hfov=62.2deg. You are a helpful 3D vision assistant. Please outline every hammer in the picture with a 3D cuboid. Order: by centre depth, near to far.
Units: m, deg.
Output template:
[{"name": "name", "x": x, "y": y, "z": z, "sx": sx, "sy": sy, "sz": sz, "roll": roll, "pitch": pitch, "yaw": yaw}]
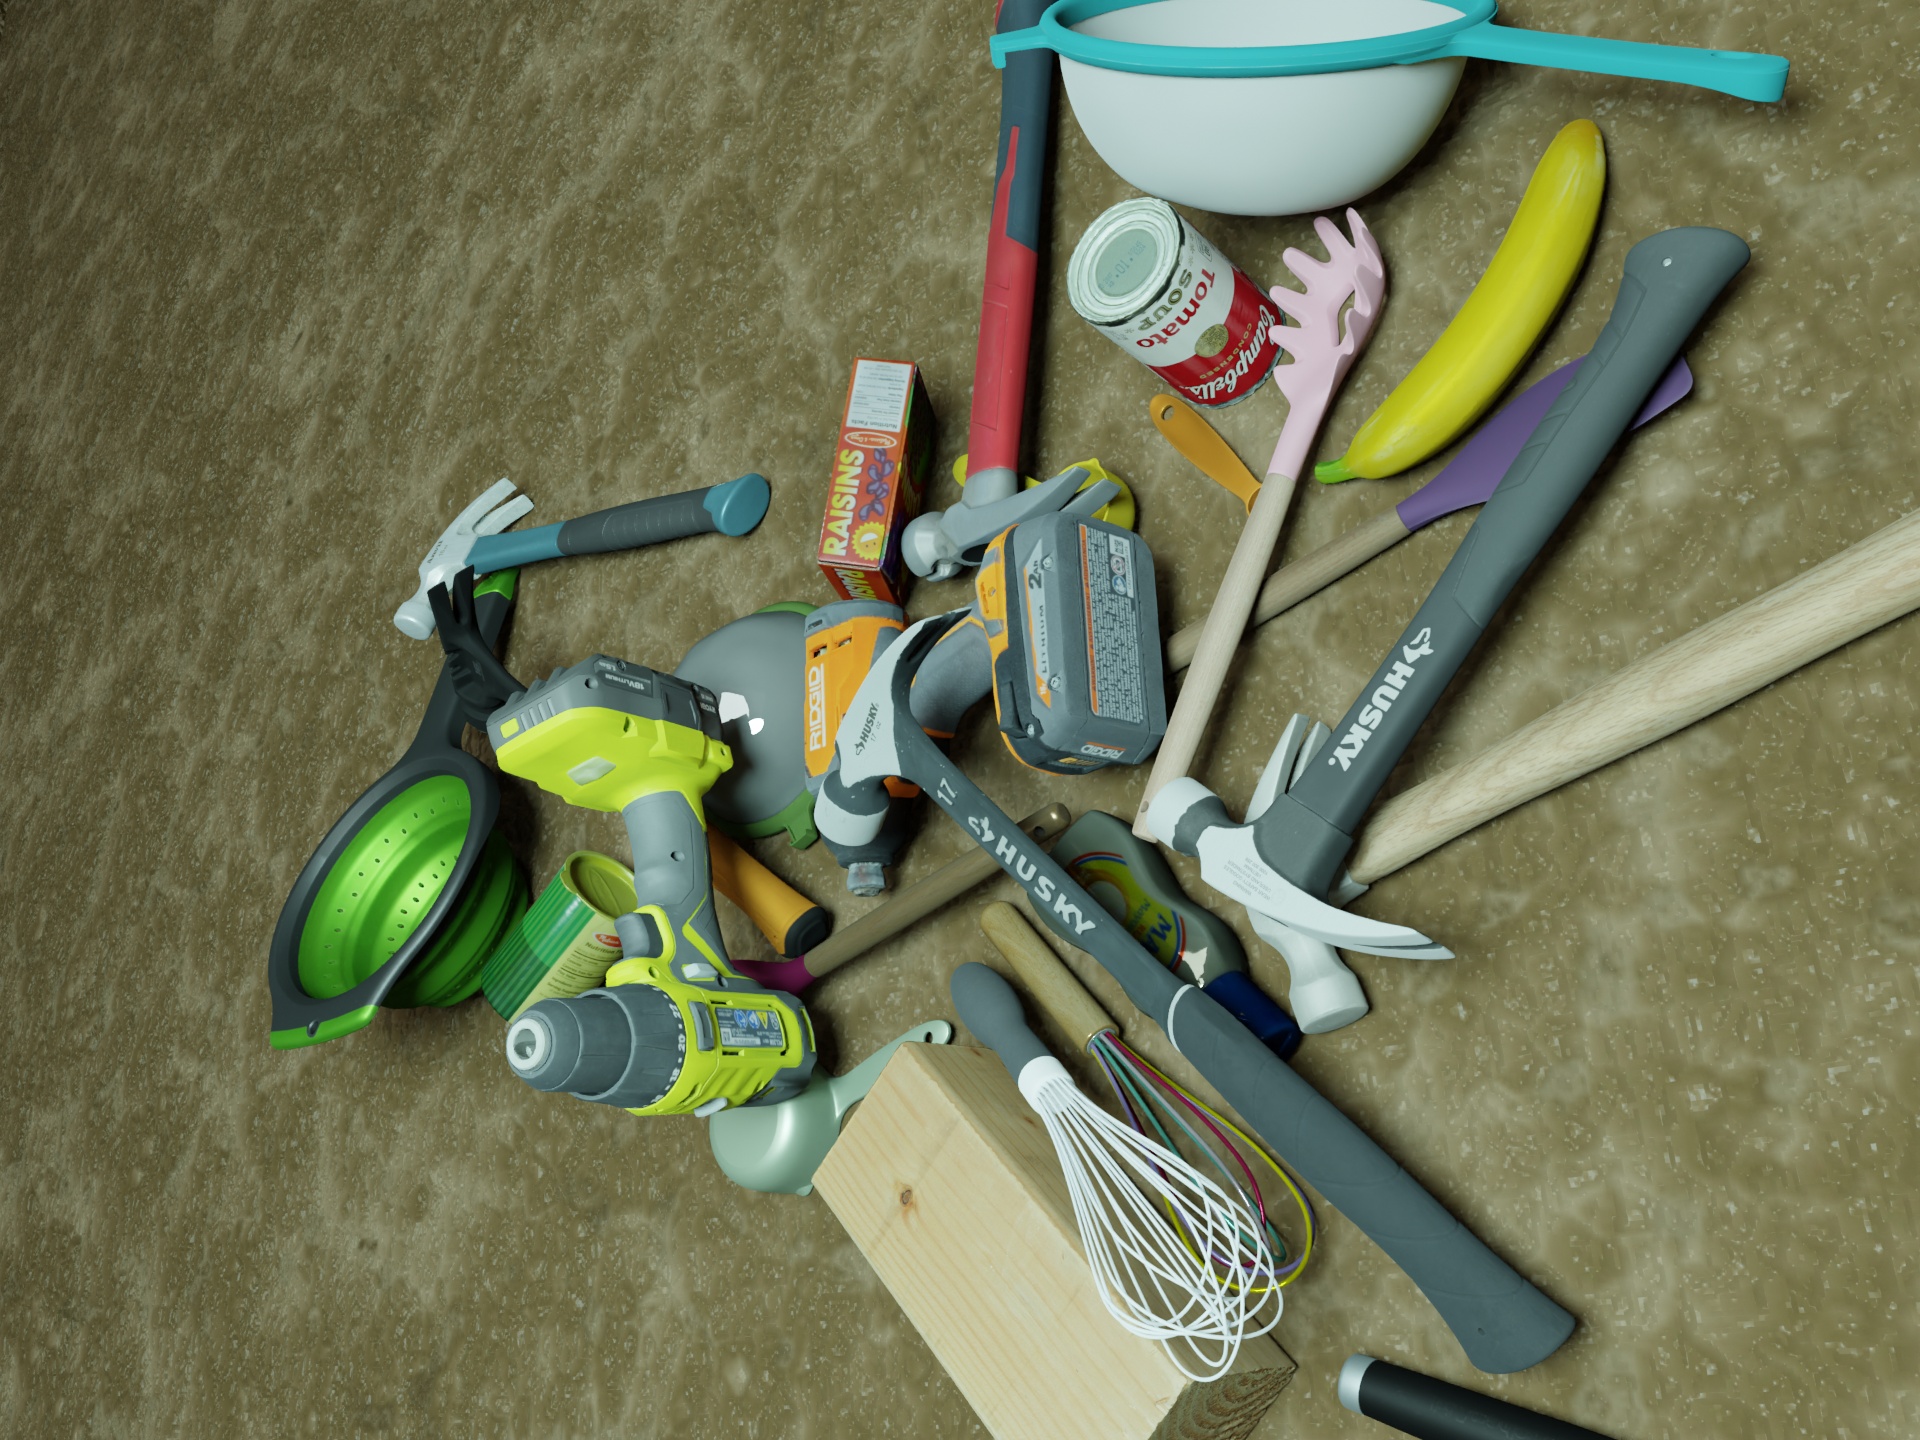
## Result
[{"name": "hammer", "x": 0.255, "y": 0.002, "z": 0.647, "sx": 0.331, "sy": 0.031, "sz": 0.130, "roll": -34, "pitch": 57, "yaw": 28}, {"name": "hammer", "x": 0.218, "y": -0.056, "z": 0.656, "sx": 0.335, "sy": 0.035, "sz": 0.146, "roll": -57, "pitch": 44, "yaw": 4}, {"name": "hammer", "x": 0.086, "y": 0.110, "z": 0.681, "sx": 0.409, "sy": 0.036, "sz": 0.149, "roll": 42, "pitch": 131, "yaw": 27}, {"name": "hammer", "x": 0.040, "y": -0.274, "z": 0.899, "sx": 0.143, "sy": 0.038, "sz": 0.387, "roll": -18, "pitch": 61, "yaw": 49}, {"name": "hammer", "x": -0.206, "y": 0.032, "z": 0.964, "sx": 0.337, "sy": 0.127, "sz": 0.034, "roll": 35, "pitch": 55, "yaw": 27}, {"name": "hammer", "x": -0.268, "y": -0.130, "z": 1.125, "sx": 0.331, "sy": 0.033, "sz": 0.128, "roll": -5, "pitch": 53, "yaw": 35}]

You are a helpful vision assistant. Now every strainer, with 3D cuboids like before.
[{"name": "strainer", "x": 0.194, "y": -0.278, "z": 0.735, "sx": 0.341, "sy": 0.211, "sz": 0.095, "roll": 23, "pitch": 132, "yaw": 33}, {"name": "strainer", "x": -0.176, "y": -0.013, "z": 0.998, "sx": 0.256, "sy": 0.069, "sz": 0.151, "roll": 7, "pitch": 80, "yaw": 40}]

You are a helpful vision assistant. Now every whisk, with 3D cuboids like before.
[{"name": "whisk", "x": 0.050, "y": 0.178, "z": 0.693, "sx": 0.070, "sy": 0.070, "sz": 0.285, "roll": -61, "pitch": 27, "yaw": 7}, {"name": "whisk", "x": 0.075, "y": 0.166, "z": 0.741, "sx": 0.245, "sy": 0.051, "sz": 0.047, "roll": 47, "pitch": 113, "yaw": 43}]

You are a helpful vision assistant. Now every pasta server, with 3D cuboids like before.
[{"name": "pasta server", "x": 0.138, "y": -0.093, "z": 0.755, "sx": 0.060, "sy": 0.040, "sz": 0.316, "roll": 8, "pitch": 74, "yaw": 60}]

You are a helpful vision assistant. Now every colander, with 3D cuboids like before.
[{"name": "colander", "x": -0.354, "y": 0.062, "z": 1.128, "sx": 0.204, "sy": 0.094, "sz": 0.397, "roll": -18, "pitch": 47, "yaw": 31}]

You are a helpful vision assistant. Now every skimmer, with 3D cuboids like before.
[{"name": "skimmer", "x": 0.276, "y": 0.252, "z": 0.506, "sx": 0.363, "sy": 0.090, "sz": 0.127, "roll": 3, "pitch": 45, "yaw": 44}]

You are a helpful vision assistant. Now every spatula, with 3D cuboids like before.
[{"name": "spatula", "x": 0.185, "y": -0.083, "z": 0.744, "sx": 0.316, "sy": 0.018, "sz": 0.060, "roll": -32, "pitch": 39, "yaw": 29}]

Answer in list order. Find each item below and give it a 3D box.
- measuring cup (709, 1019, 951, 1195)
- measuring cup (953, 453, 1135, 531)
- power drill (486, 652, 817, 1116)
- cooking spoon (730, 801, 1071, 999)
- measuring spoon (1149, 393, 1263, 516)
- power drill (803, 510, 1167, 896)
[{"name": "measuring cup", "x": -0.074, "y": 0.199, "z": 0.859, "sx": 0.167, "sy": 0.038, "sz": 0.083, "roll": -36, "pitch": 55, "yaw": 29}, {"name": "measuring cup", "x": 0.044, "y": -0.122, "z": 0.882, "sx": 0.157, "sy": 0.029, "sz": 0.062, "roll": 35, "pitch": 102, "yaw": 54}, {"name": "power drill", "x": -0.167, "y": 0.088, "z": 0.807, "sx": 0.080, "sy": 0.190, "sz": 0.229, "roll": -26, "pitch": 67, "yaw": 22}, {"name": "cooking spoon", "x": -0.063, "y": 0.122, "z": 0.858, "sx": 0.319, "sy": 0.017, "sz": 0.068, "roll": -34, "pitch": 99, "yaw": 31}, {"name": "measuring spoon", "x": 0.131, "y": -0.136, "z": 0.817, "sx": 0.021, "sy": 0.011, "sz": 0.117, "roll": -52, "pitch": 46, "yaw": 18}, {"name": "power drill", "x": -0.001, "y": -0.003, "z": 0.826, "sx": 0.226, "sy": 0.084, "sz": 0.164, "roll": -20, "pitch": 67, "yaw": 46}]
